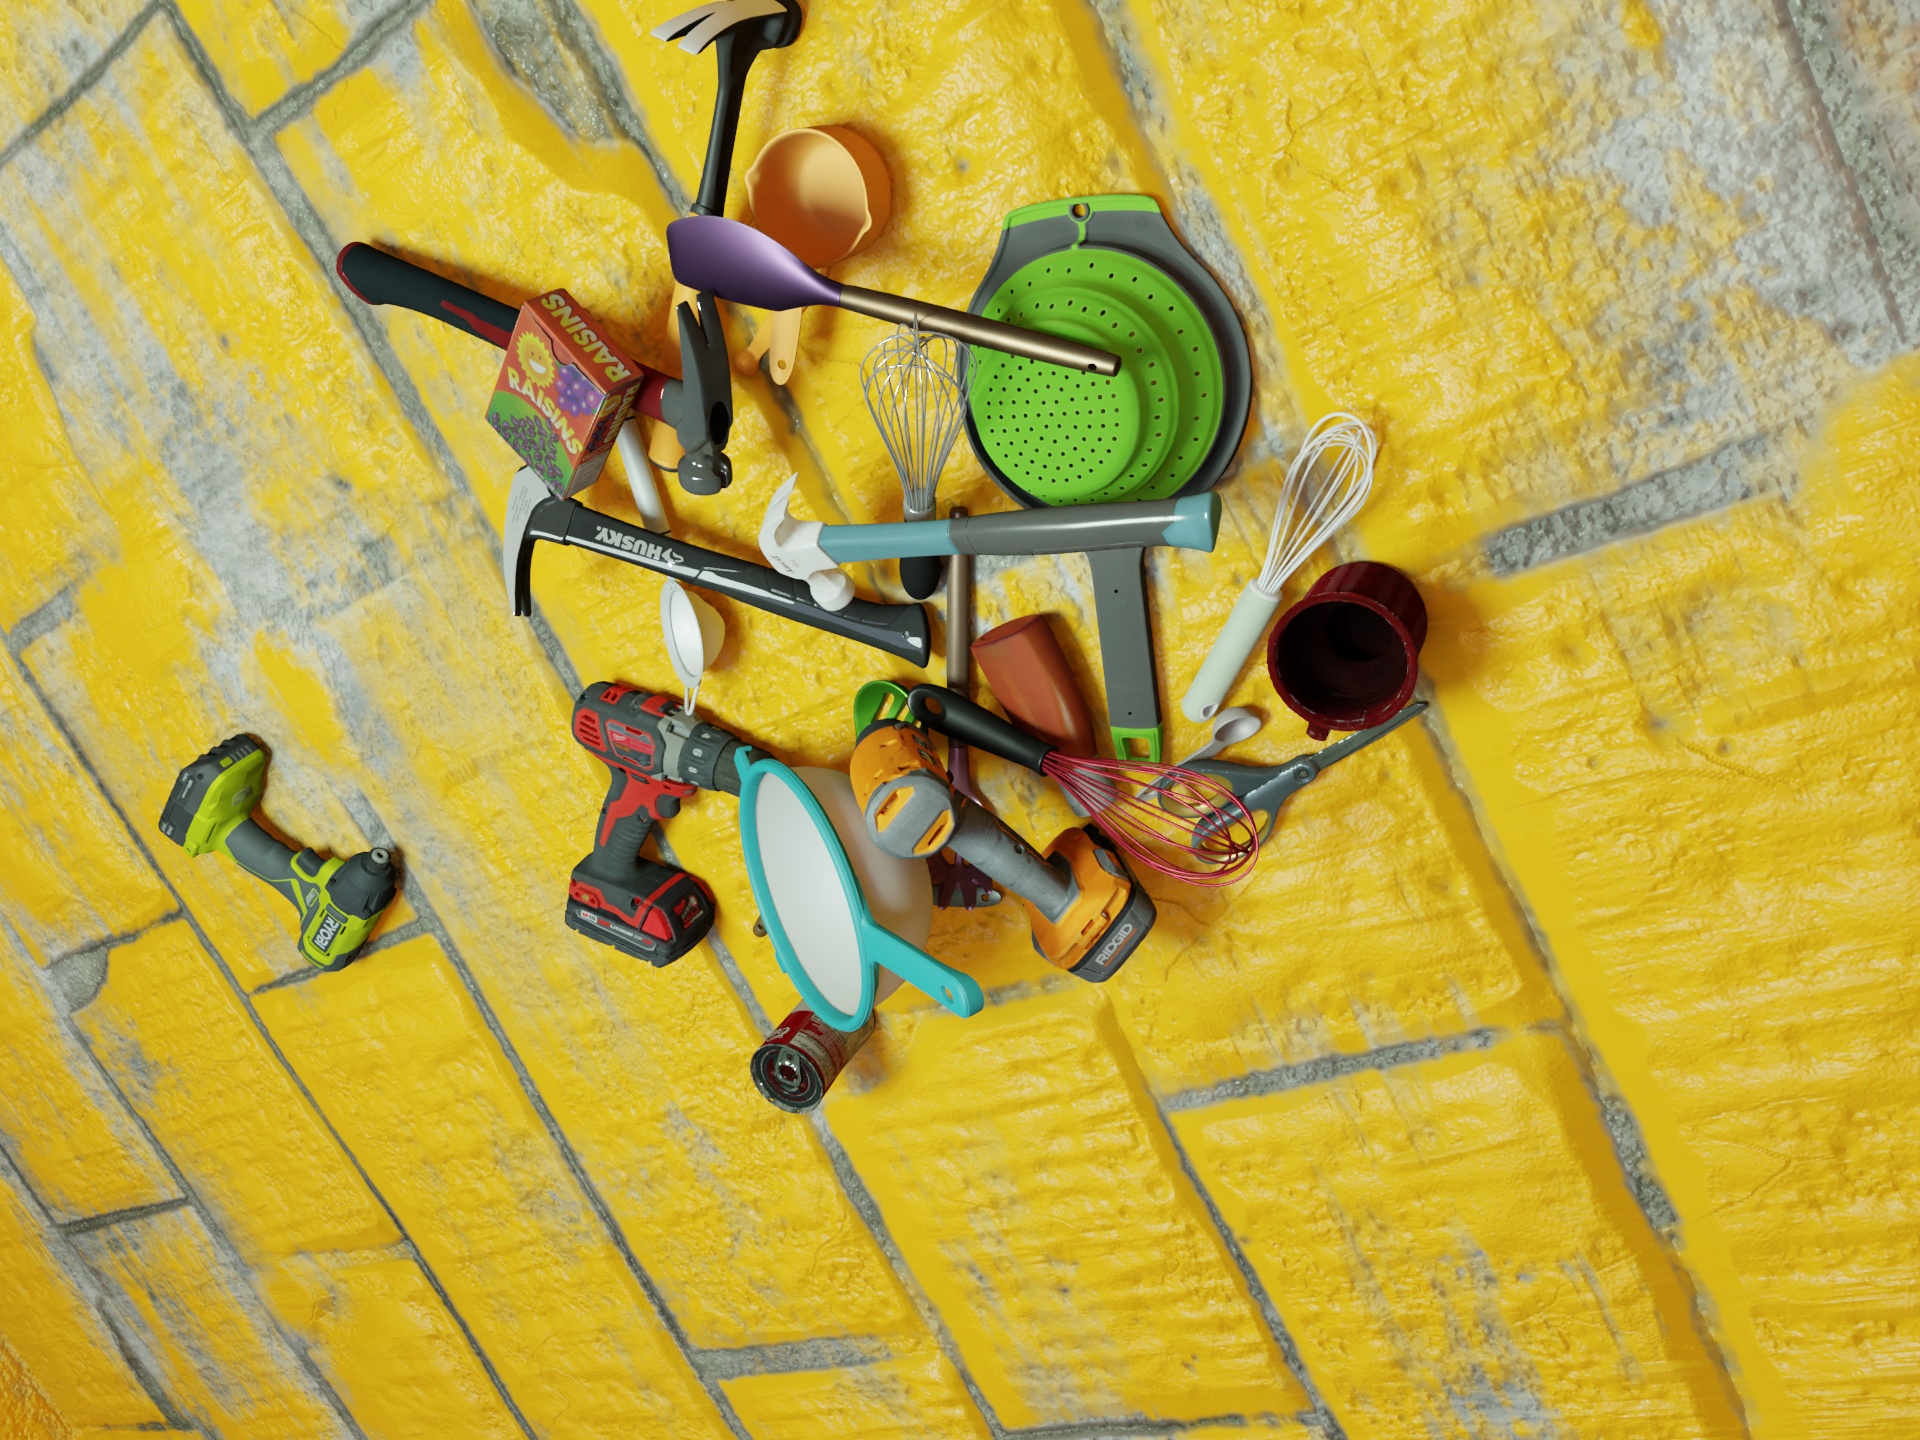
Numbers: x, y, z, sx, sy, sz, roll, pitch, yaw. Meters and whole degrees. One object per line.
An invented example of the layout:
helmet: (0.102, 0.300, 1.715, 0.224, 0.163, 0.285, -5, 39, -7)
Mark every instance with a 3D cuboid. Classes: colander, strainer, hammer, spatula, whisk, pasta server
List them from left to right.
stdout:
hammer: (-0.316, -0.291, 1.142, 0.386, 0.038, 0.143, 27, 137, 26)
strainer: (-0.227, -0.133, 1.229, 0.087, 0.050, 0.258, 8, 116, 60)
hammer: (-0.179, -0.314, 1.081, 0.034, 0.127, 0.336, 28, 129, 13)
hammer: (-0.179, -0.104, 1.180, 0.335, 0.035, 0.146, 19, 94, 3)
spatula: (-0.049, -0.258, 0.980, 0.316, 0.018, 0.059, 20, 139, 18)
strainer: (-0.049, 0.131, 1.143, 0.341, 0.095, 0.211, 21, 124, 57)
whisk: (-0.026, -0.159, 1.043, 0.070, 0.070, 0.284, 26, 155, 12)
pasta server: (-0.002, -0.004, 1.184, 0.060, 0.040, 0.316, 2, 115, 3)
hammer: (0.012, -0.117, 1.009, 0.331, 0.033, 0.128, 0, 154, 32)
whisk: (0.076, 0.034, 1.089, 0.296, 0.073, 0.073, 25, 124, 32)
colander: (0.087, -0.132, 1.041, 0.204, 0.094, 0.396, 2, 115, 26)
whisk: (0.202, -0.092, 1.039, 0.059, 0.057, 0.246, 56, 136, 35)

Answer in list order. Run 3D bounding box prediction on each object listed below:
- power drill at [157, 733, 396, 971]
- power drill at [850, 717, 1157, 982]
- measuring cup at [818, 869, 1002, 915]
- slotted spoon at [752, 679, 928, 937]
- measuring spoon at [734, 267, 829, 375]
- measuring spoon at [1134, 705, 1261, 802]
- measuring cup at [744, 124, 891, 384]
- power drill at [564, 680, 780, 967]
power drill: (-0.655, 0.125, 1.549, 0.223, 0.080, 0.171, 40, 126, -1)
power drill: (0.019, 0.079, 1.131, 0.226, 0.164, 0.084, 34, 101, -21)
measuring cup: (-0.046, 0.149, 1.279, 0.167, 0.038, 0.083, -4, 112, 30)
slotted spoon: (-0.104, 0.079, 1.282, 0.070, 0.031, 0.313, 41, 127, 10)
measuring spoon: (-0.127, -0.285, 1.121, 0.021, 0.011, 0.117, 46, 125, -1)
measuring spoon: (0.163, 0.023, 1.128, 0.124, 0.034, 0.018, -42, 51, 40)
measuring cup: (-0.098, -0.313, 1.071, 0.095, 0.052, 0.173, 24, 124, 14)
power drill: (-0.241, 0.091, 1.328, 0.188, 0.080, 0.226, 20, 118, 16)
